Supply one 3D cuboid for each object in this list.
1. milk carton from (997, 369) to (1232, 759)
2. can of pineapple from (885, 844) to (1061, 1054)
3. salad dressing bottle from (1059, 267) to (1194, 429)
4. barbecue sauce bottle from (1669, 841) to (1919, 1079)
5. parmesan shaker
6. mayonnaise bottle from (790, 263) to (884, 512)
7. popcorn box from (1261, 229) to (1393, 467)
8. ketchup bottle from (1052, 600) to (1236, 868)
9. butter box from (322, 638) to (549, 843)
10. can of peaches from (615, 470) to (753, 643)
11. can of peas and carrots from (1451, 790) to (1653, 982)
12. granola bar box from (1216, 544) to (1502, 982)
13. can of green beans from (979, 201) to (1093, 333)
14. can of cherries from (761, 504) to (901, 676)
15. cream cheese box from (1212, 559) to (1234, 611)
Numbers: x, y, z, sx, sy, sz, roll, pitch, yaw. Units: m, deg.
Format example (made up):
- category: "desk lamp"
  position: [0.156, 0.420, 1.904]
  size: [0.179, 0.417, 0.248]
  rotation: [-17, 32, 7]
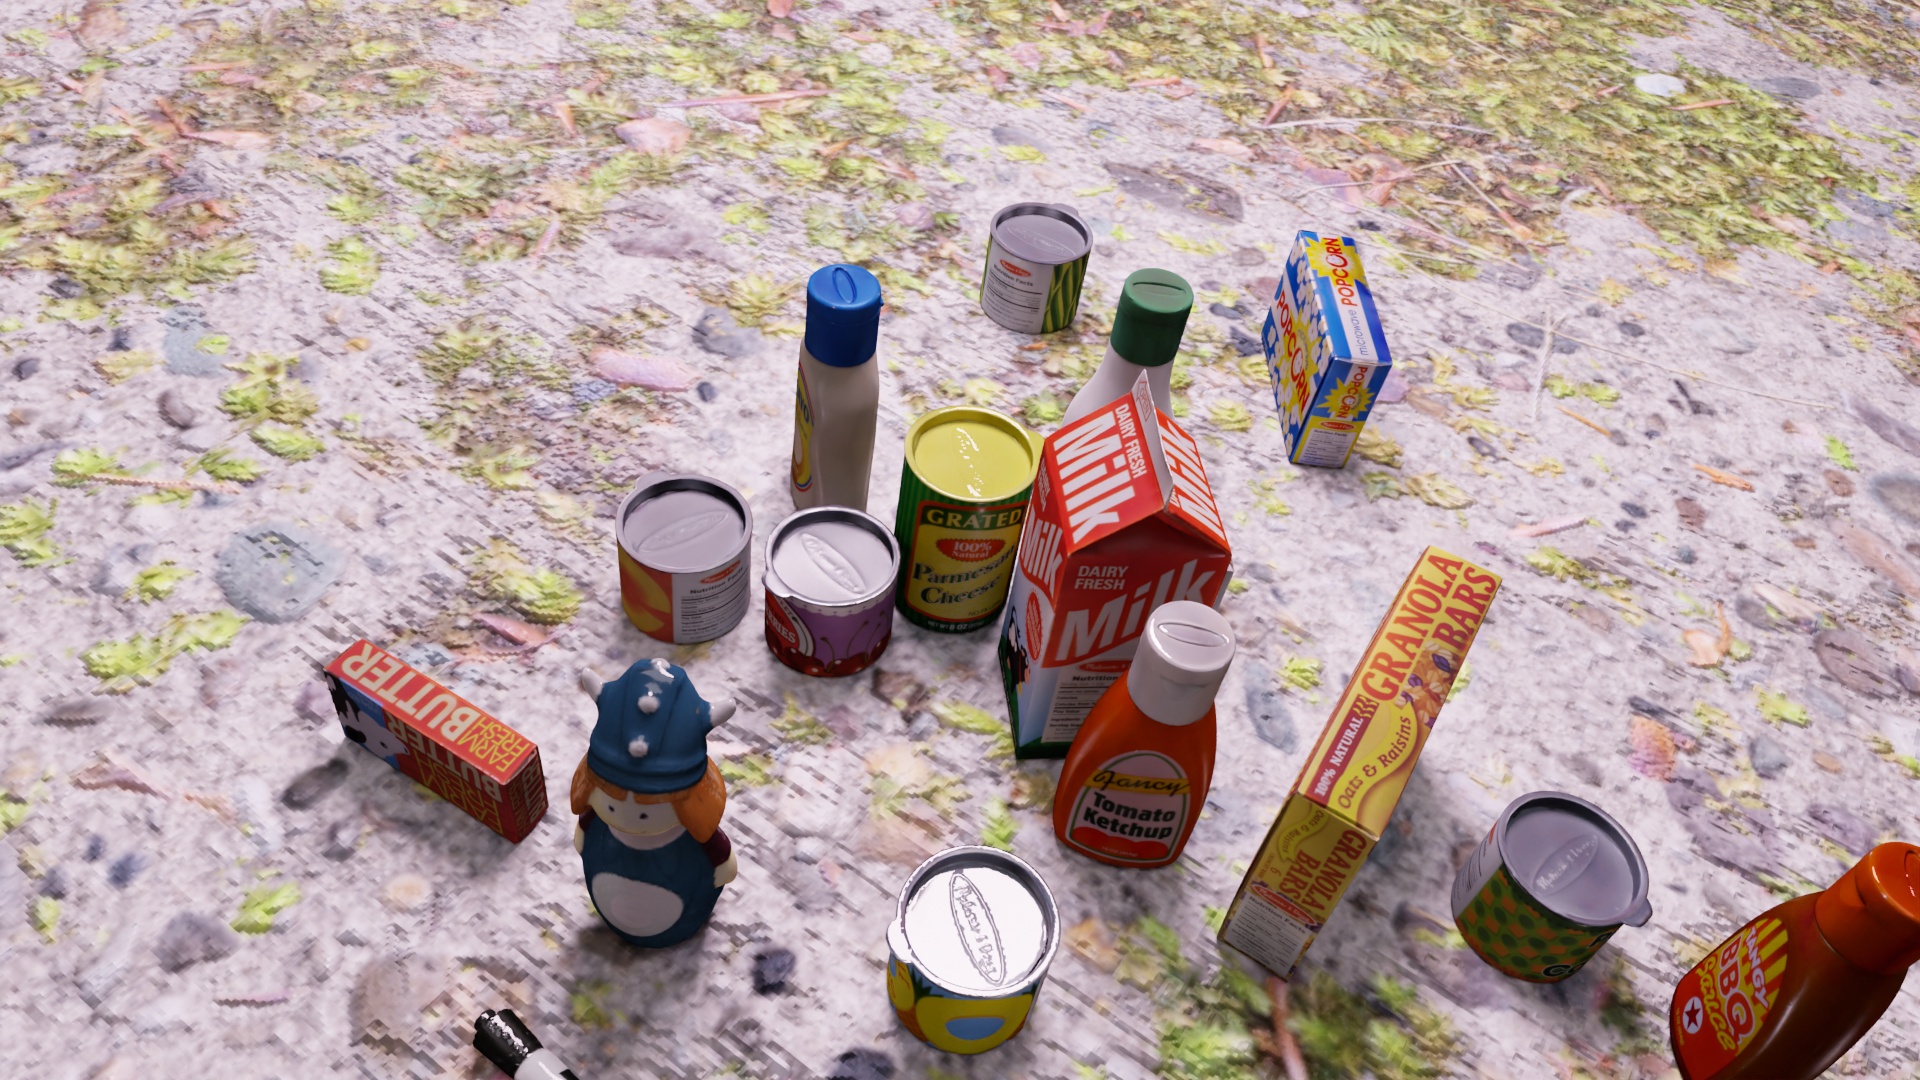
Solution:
- category: "milk carton"
  position: [0.069, 0.017, 0.631]
  size: [0.073, 0.189, 0.073]
  rotation: [0, 48, -9]
- category: "can of pineapple"
  position: [0.002, 0.168, 0.570]
  size: [0.071, 0.057, 0.071]
  rotation: [5, 47, -5]
- category: "salad dressing bottle"
  position: [0.091, -0.078, 0.752]
  size: [0.064, 0.146, 0.044]
  rotation: [7, 47, -3]
- category: "barbecue sauce bottle"
  position: [0.342, 0.174, 0.558]
  size: [0.044, 0.147, 0.065]
  rotation: [15, 47, 4]
- category: "parmesan shaker"
  position: [0.003, -0.009, 0.704]
  size: [0.071, 0.102, 0.072]
  rotation: [5, 47, -5]
- category: "mayonnaise bottle"
  position: [-0.065, -0.074, 0.722]
  size: [0.041, 0.147, 0.065]
  rotation: [-7, 49, -16]
- category: "popcorn box"
  position: [0.222, -0.118, 0.853]
  size: [0.038, 0.084, 0.127]
  rotation: [5, 47, -5]
- category: "ketchup bottle"
  position: [0.082, 0.085, 0.598]
  size: [0.065, 0.148, 0.044]
  rotation: [12, 47, 2]
- category: "butter box"
  position: [-0.229, 0.088, 0.610]
  size: [0.103, 0.052, 0.024]
  rotation: [27, 49, 15]
- category: "can of peaches"
  position: [-0.139, 0.008, 0.696]
  size: [0.071, 0.057, 0.071]
  rotation: [5, 47, -5]
- category: "can of peas and carrots"
  position: [0.264, 0.157, 0.623]
  size: [0.071, 0.058, 0.071]
  rotation: [5, 47, -5]
- category: "granola bar box"
  position: [0.177, 0.097, 0.620]
  size: [0.039, 0.123, 0.166]
  rotation: [28, 49, 17]
- category: "can of green beans"
  position: [0.048, -0.176, 0.897]
  size: [0.071, 0.057, 0.071]
  rotation: [5, 47, -5]
- category: "can of cherries"
  position: [-0.067, 0.026, 0.690]
  size: [0.071, 0.058, 0.072]
  rotation: [5, 47, -5]
- category: "cream cheese box"
  position: [0.084, 0.025, 0.720]
  size: [0.104, 0.053, 0.024]
  rotation: [-1, 48, -10]
